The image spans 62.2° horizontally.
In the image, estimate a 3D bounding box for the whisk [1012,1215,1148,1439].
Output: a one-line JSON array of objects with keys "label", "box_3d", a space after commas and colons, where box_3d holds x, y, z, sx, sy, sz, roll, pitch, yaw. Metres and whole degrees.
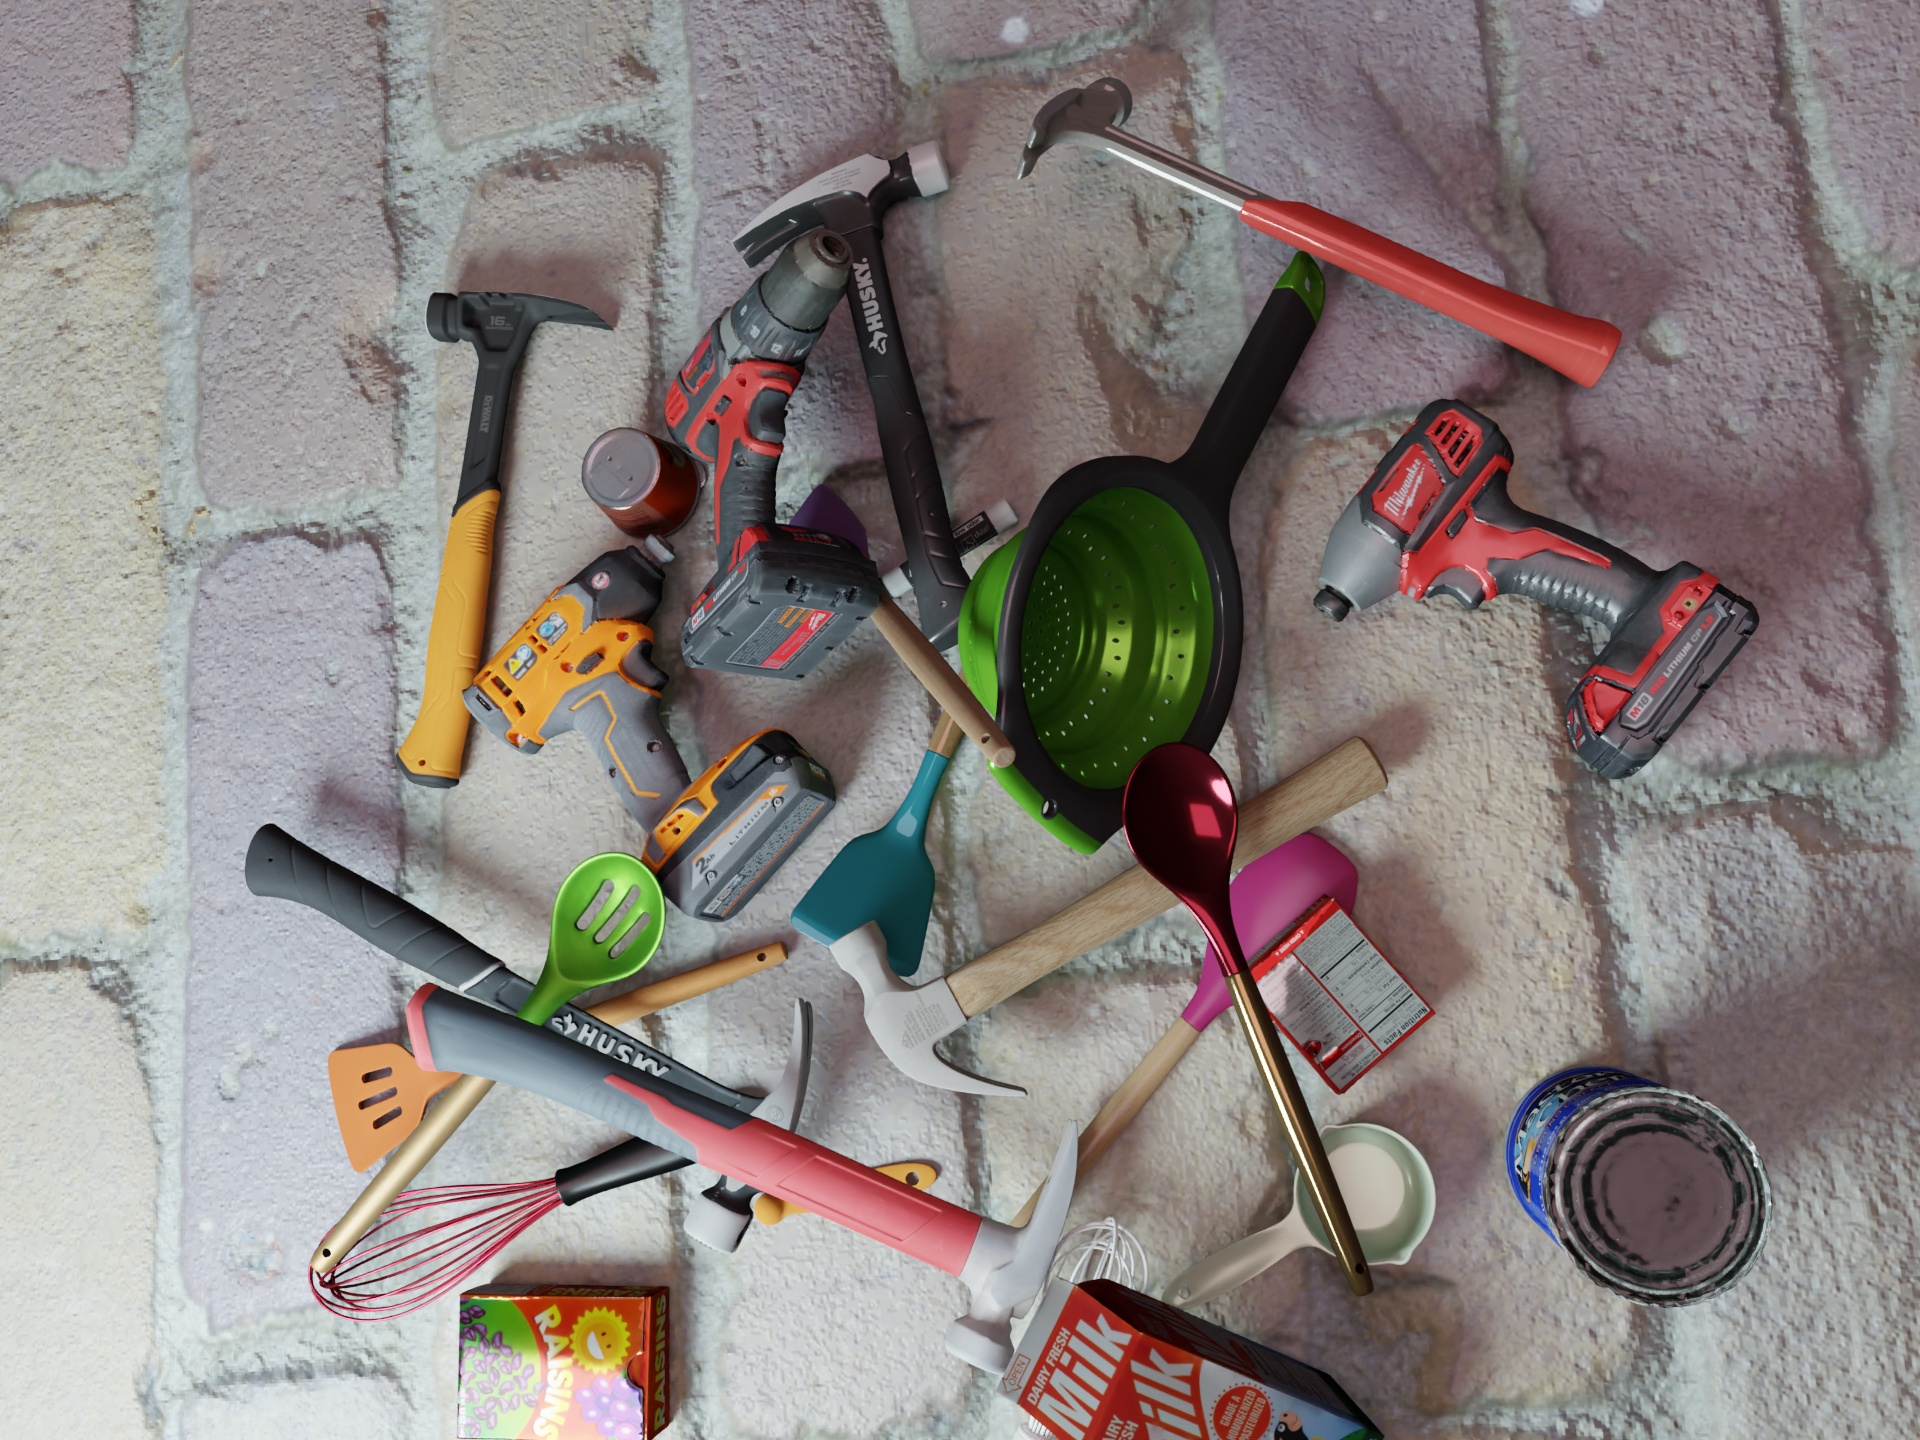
[{"label": "whisk", "box_3d": [0.047, 0.399, 0.904, 0.058, 0.059, 0.246, 20, 91, -3]}]

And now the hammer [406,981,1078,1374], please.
[{"label": "hammer", "box_3d": [-0.126, 0.223, 0.900, 0.386, 0.038, 0.143, 23, 75, 2]}]

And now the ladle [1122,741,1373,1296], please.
[{"label": "ladle", "box_3d": [0.163, 0.163, 0.876, 0.069, 0.031, 0.315, -19, 83, -13]}]

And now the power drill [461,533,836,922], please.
[{"label": "power drill", "box_3d": [-0.186, -0.003, 0.992, 0.227, 0.084, 0.164, 42, 91, 18]}]

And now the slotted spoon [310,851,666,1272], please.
[{"label": "slotted spoon", "box_3d": [-0.280, 0.204, 0.937, 0.070, 0.031, 0.314, 41, 92, 8]}]

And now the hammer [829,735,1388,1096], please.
[{"label": "hammer", "box_3d": [0.098, 0.106, 0.919, 0.331, 0.031, 0.130, -29, 84, -1]}]

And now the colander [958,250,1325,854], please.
[{"label": "colander", "box_3d": [0.104, -0.118, 0.941, 0.094, 0.204, 0.397, 9, 64, 46]}]

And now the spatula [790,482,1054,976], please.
[{"label": "spatula", "box_3d": [-0.002, -0.003, 0.972, 0.082, 0.044, 0.317, 24, 86, 5]}]

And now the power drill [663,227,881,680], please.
[{"label": "power drill", "box_3d": [-0.108, -0.157, 0.937, 0.188, 0.080, 0.227, -39, 53, 47]}]

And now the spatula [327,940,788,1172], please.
[{"label": "spatula", "box_3d": [-0.259, 0.199, 1.007, 0.322, 0.041, 0.081, -20, 77, 4]}]

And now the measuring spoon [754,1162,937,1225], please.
[{"label": "measuring spoon", "box_3d": [-0.071, 0.286, 0.960, 0.117, 0.011, 0.021, -15, 79, 9]}]

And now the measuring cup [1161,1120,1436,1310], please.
[{"label": "measuring cup", "box_3d": [0.187, 0.286, 0.896, 0.167, 0.038, 0.083, -32, 77, 7]}]

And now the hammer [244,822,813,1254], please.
[{"label": "hammer", "box_3d": [-0.276, 0.162, 0.981, 0.409, 0.036, 0.149, 25, 79, 15]}]

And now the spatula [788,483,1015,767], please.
[{"label": "spatula", "box_3d": [-0.042, -0.057, 0.910, 0.060, 0.018, 0.316, -53, 38, 10]}]

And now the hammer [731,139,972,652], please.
[{"label": "hammer", "box_3d": [-0.046, -0.201, 1.001, 0.146, 0.035, 0.335, -16, 74, 9]}]

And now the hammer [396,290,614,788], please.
[{"label": "hammer", "box_3d": [-0.318, -0.122, 1.059, 0.127, 0.034, 0.337, 6, 83, 13]}]

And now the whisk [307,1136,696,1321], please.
[{"label": "whisk", "box_3d": [-0.261, 0.295, 0.977, 0.296, 0.073, 0.073, -22, 78, 1]}]

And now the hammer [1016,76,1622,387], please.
[{"label": "hammer", "box_3d": [0.212, -0.283, 0.934, 0.359, 0.149, 0.036, 27, 129, 6]}]

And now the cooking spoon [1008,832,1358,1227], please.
[{"label": "cooking spoon", "box_3d": [0.119, 0.198, 0.931, 0.069, 0.017, 0.319, 39, 90, 14]}]

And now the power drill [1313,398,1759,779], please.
[{"label": "power drill", "box_3d": [0.316, -0.070, 0.903, 0.220, 0.078, 0.143, 39, 91, 17]}]
